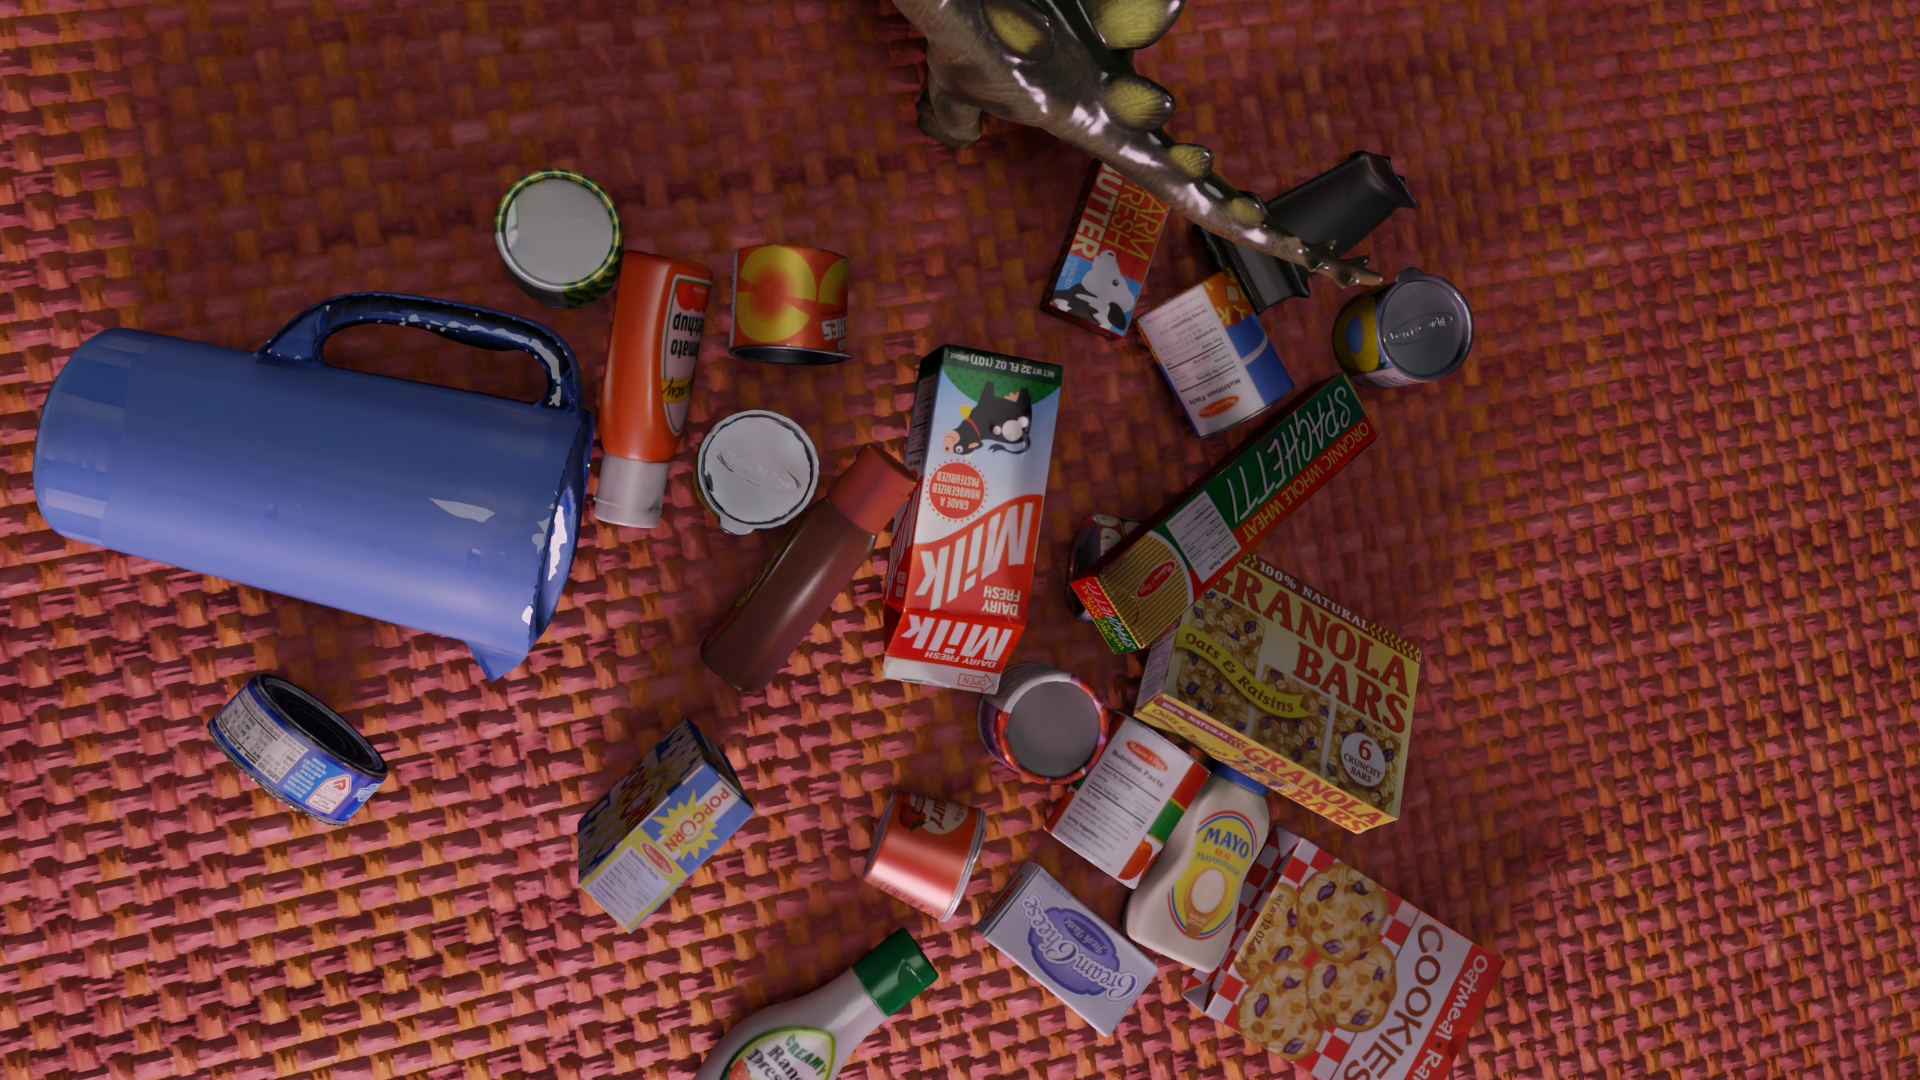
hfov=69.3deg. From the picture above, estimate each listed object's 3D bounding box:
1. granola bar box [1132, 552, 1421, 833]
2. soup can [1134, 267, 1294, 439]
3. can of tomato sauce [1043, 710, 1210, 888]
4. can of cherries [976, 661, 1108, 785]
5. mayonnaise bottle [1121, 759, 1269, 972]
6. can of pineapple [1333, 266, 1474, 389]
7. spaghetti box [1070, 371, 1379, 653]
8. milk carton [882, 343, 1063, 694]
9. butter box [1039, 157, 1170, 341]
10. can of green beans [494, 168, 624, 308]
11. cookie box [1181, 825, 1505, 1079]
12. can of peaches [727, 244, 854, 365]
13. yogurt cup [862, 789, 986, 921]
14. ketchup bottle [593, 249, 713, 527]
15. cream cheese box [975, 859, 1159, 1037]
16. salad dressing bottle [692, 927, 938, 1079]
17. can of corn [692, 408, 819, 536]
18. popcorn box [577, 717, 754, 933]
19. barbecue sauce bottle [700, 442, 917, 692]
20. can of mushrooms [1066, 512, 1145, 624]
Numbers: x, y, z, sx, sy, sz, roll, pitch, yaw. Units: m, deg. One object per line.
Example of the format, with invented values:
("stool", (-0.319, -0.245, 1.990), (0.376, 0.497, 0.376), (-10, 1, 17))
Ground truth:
("granola bar box", (0.193, 0.084, 0.837), (0.165, 0.039, 0.125), (29, 55, -12))
("soup can", (0.154, -0.114, 0.842), (0.071, 0.071, 0.083), (-31, 96, -11))
("can of tomato sauce", (0.099, 0.155, 0.827), (0.071, 0.071, 0.083), (36, 83, -11))
("can of cherries", (0.050, 0.109, 0.818), (0.071, 0.058, 0.071), (0, 89, -13))
("mayonnaise bottle", (0.155, 0.184, 0.851), (0.065, 0.041, 0.148), (26, 83, -11))
("can of pineapple", (0.277, -0.132, 0.873), (0.071, 0.058, 0.071), (0, 90, -13))
("spaghetti box", (0.162, -0.022, 0.817), (0.251, 0.028, 0.050), (-37, 98, -32))
("milk carton", (0.003, -0.010, 0.800), (0.072, 0.073, 0.190), (10, 88, -13))
("butter box", (0.091, -0.179, 0.847), (0.053, 0.024, 0.103), (21, 86, -13))
("can of green beans", (-0.218, -0.164, 0.757), (0.071, 0.058, 0.071), (0, 90, -13))
("cookie box", (0.242, 0.275, 0.871), (0.167, 0.040, 0.123), (32, 83, -11))
("can of peaches", (-0.094, -0.132, 0.782), (0.071, 0.071, 0.058), (2, 89, -13))
("yogurt cup", (-0.022, 0.178, 0.800), (0.054, 0.072, 0.072), (21, 85, -4))
("ketchup bottle", (-0.173, -0.083, 0.768), (0.043, 0.065, 0.148), (12, 96, 12))
("cream cheese box", (0.065, 0.246, 0.838), (0.104, 0.024, 0.053), (41, 82, -10))
("salad dressing bottle", (-0.081, 0.281, 0.794), (0.148, 0.044, 0.064), (-36, 97, -11))
("can of corn", (-0.117, -0.036, 0.780), (0.071, 0.058, 0.071), (0, 90, -13))
("popcorn box", (-0.159, 0.146, 0.734), (0.085, 0.126, 0.038), (-43, 103, -9))
("barbecue sauce bottle", (-0.082, 0.014, 0.768), (0.043, 0.065, 0.148), (39, 98, -2))
("can of mushrooms", (0.088, 0.016, 0.826), (0.033, 0.071, 0.071), (9, 88, -12))
